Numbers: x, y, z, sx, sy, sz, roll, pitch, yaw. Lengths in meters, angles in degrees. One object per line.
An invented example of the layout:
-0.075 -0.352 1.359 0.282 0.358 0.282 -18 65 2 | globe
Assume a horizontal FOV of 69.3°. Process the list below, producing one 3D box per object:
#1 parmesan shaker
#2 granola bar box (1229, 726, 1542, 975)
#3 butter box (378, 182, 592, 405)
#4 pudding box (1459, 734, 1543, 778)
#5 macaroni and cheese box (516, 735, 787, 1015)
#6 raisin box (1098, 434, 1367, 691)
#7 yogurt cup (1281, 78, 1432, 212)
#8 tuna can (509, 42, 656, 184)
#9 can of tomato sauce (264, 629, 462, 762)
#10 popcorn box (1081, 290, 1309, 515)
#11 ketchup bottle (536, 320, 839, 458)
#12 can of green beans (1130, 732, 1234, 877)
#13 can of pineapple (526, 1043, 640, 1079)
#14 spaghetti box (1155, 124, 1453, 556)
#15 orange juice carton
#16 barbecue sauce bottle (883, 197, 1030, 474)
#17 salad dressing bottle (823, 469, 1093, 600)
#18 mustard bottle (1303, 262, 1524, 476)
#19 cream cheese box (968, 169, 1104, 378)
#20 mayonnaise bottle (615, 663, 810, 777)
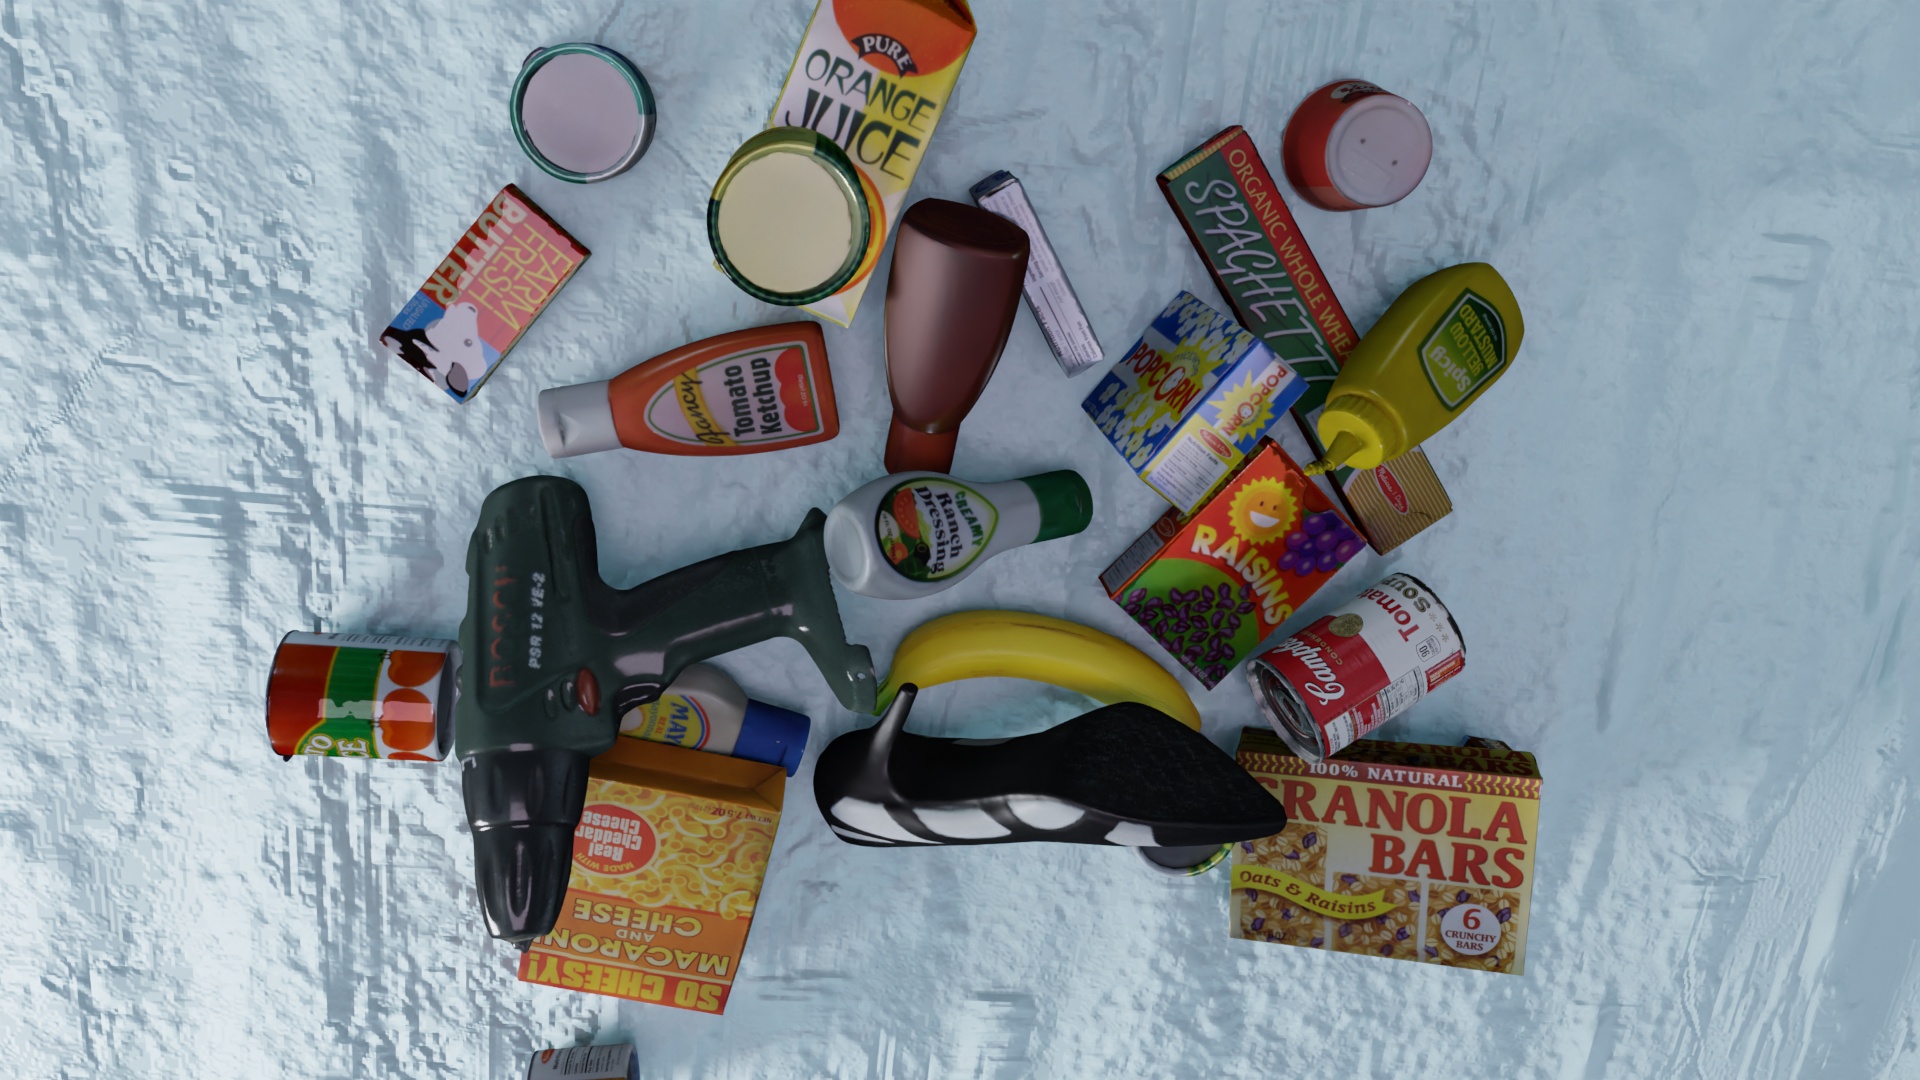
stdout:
-0.075 -0.139 0.594 0.071 0.103 0.071 -2 110 -6 | parmesan shaker
0.244 0.179 0.810 0.165 0.039 0.123 3 105 16 | granola bar box
-0.239 -0.124 0.701 0.053 0.024 0.103 40 100 -17 | butter box
0.313 0.166 0.839 0.030 0.050 0.083 13 107 -12 | pudding box
-0.175 0.188 0.780 0.124 0.040 0.165 13 121 -9 | macaroni and cheese box
0.152 0.010 0.778 0.123 0.040 0.086 -45 106 8 | raisin box
0.204 -0.199 0.707 0.072 0.054 0.072 -2 109 -5 | yogurt cup
-0.185 -0.209 0.674 0.071 0.033 0.070 -2 108 -6 | tuna can
-0.314 0.085 0.737 0.083 0.071 0.071 4 108 -8 | can of tomato sauce
0.114 -0.073 0.701 0.038 0.127 0.085 37 101 -19 | popcorn box
-0.140 -0.072 0.718 0.149 0.044 0.064 -10 109 -2 | ketchup bottle
0.124 0.154 0.811 0.071 0.058 0.071 -2 108 -5 | can of green beans
-0.224 0.338 0.829 0.058 0.071 0.070 -2 108 -5 | can of pineapple
0.188 -0.105 0.749 0.050 0.029 0.249 -33 108 5 | spaghetti box
-0.049 -0.208 0.668 0.073 0.072 0.192 22 105 -13 | orange juice carton
-0.010 -0.094 0.700 0.065 0.044 0.147 21 130 8 | barbecue sauce bottle
0.003 -0.009 0.721 0.148 0.044 0.064 -13 87 -35 | salad dressing bottle
0.229 -0.080 0.716 0.161 0.048 0.065 -43 108 -24 | mustard bottle
0.040 -0.137 0.710 0.024 0.053 0.103 -28 108 5 | cream cheese box
-0.159 0.094 0.770 0.148 0.041 0.064 18 109 -11 | mayonnaise bottle
